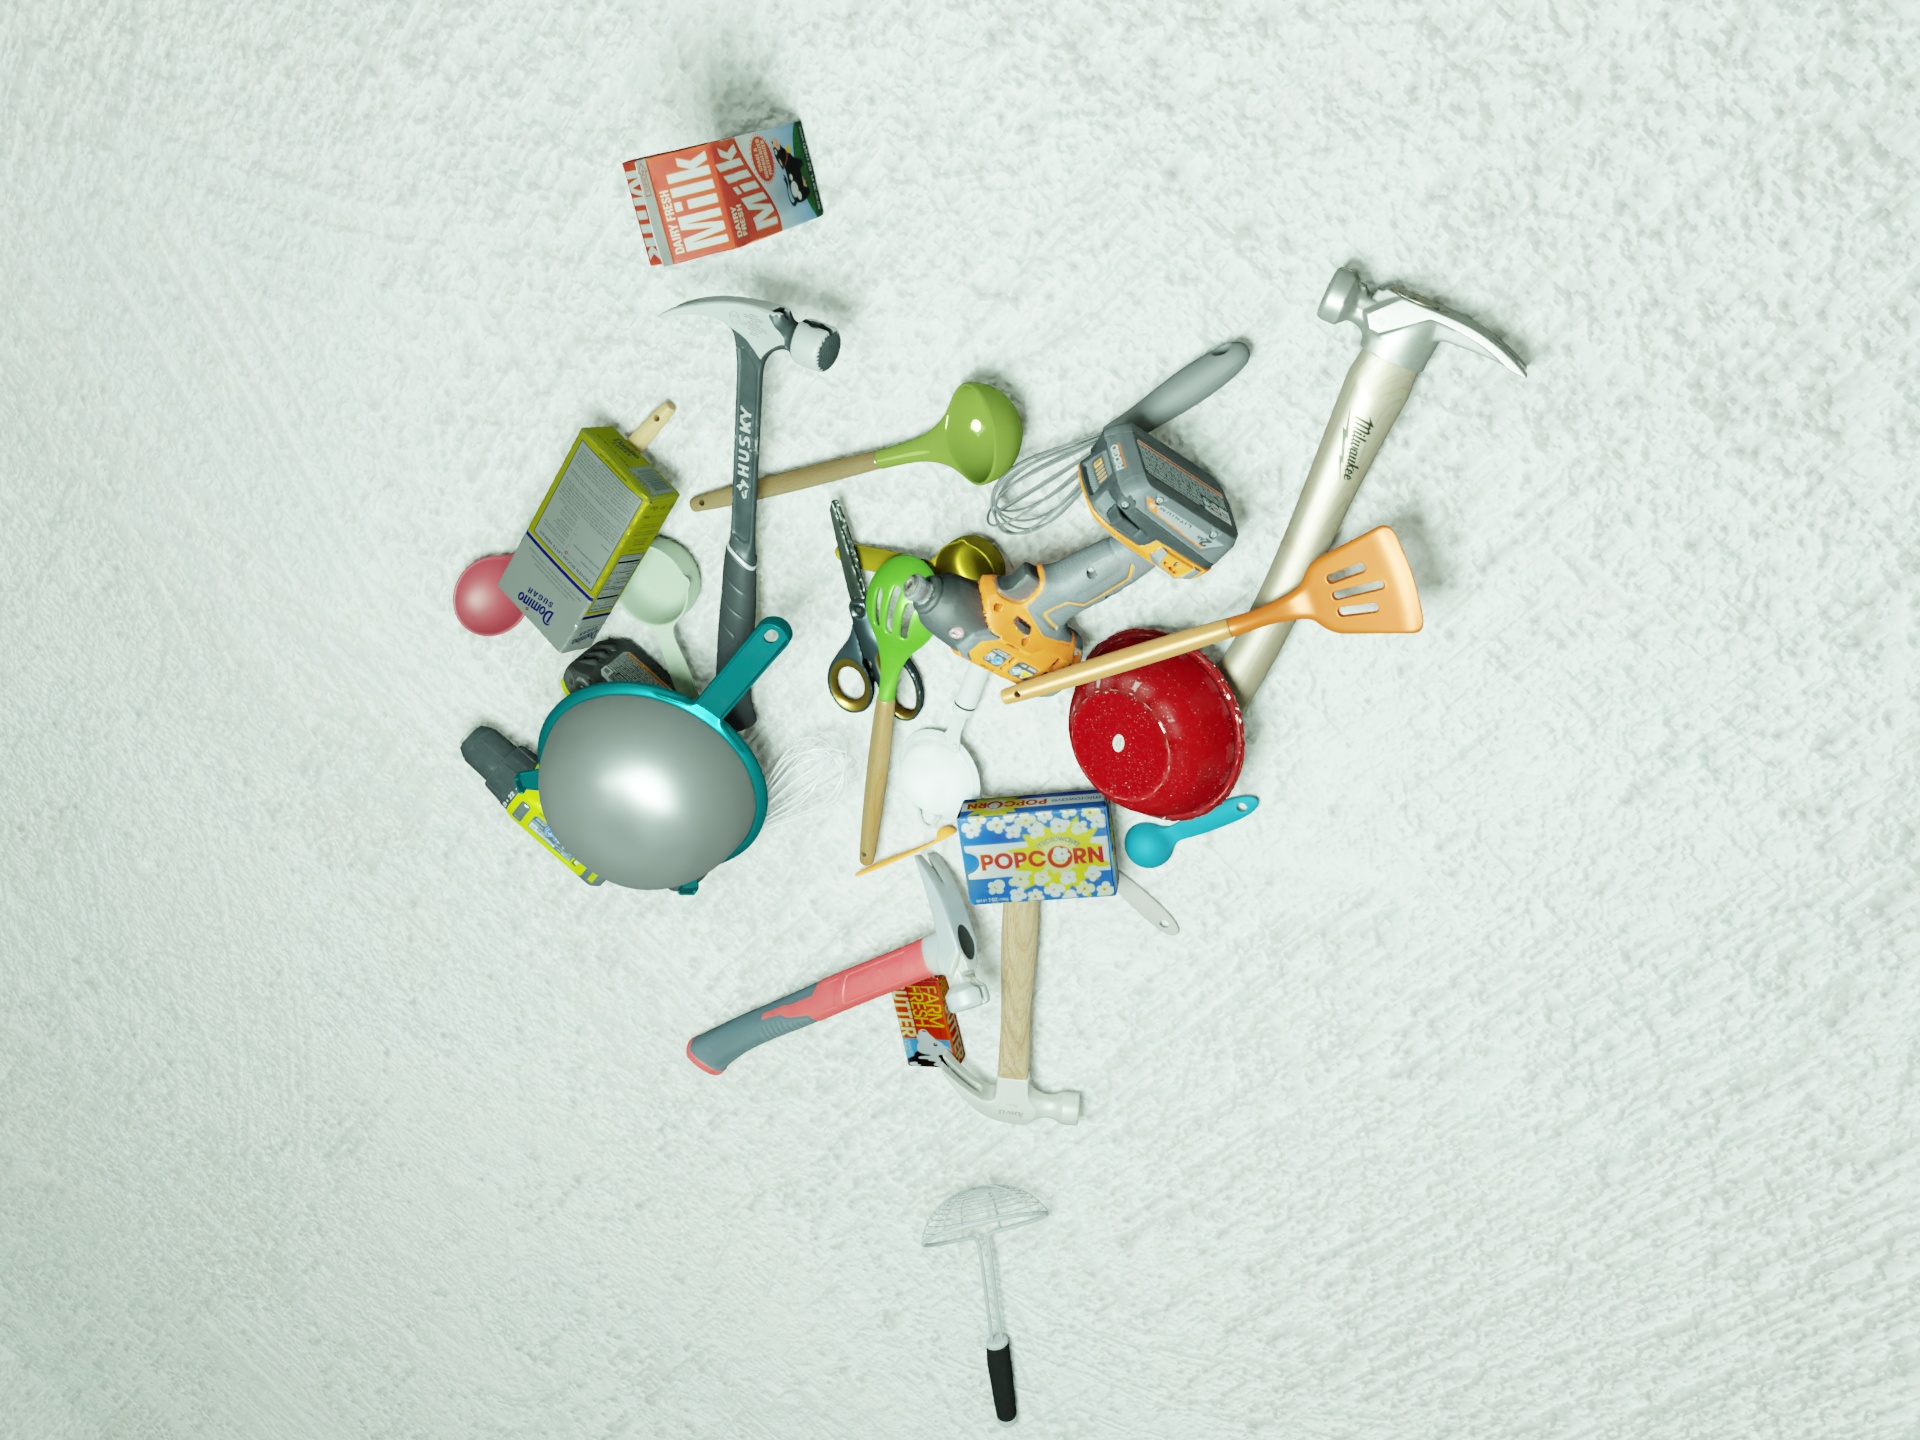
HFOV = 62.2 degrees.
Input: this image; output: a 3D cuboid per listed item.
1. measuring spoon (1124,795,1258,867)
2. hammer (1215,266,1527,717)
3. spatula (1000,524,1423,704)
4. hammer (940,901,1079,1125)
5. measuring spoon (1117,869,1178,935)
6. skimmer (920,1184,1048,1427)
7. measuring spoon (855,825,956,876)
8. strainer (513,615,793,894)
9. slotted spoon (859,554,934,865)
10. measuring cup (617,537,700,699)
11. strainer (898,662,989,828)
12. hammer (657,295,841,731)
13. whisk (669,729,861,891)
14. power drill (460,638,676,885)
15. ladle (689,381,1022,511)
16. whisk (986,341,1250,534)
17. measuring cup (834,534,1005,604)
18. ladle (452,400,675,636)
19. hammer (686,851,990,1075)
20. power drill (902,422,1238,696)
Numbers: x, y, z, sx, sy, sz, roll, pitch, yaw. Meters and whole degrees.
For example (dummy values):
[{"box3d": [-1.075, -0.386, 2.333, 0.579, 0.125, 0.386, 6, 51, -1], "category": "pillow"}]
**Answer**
[{"box3d": [0.190, 0.092, 1.321, 0.128, 0.021, 0.042, -27, 104, 32], "category": "measuring spoon"}, {"box3d": [0.260, -0.117, 1.180, 0.146, 0.038, 0.410, 25, 122, 7], "category": "hammer"}, {"box3d": [0.176, -0.061, 1.182, 0.322, 0.041, 0.081, -17, 99, 19], "category": "spatula"}, {"box3d": [0.049, 0.224, 1.431, 0.130, 0.031, 0.331, 3, 115, 5], "category": "hammer"}, {"box3d": [0.140, 0.146, 1.371, 0.124, 0.018, 0.034, 41, 123, -3], "category": "measuring spoon"}, {"box3d": [0.037, 0.606, 1.604, 0.127, 0.090, 0.363, -11, 117, -8], "category": "skimmer"}, {"box3d": [-0.052, 0.117, 1.433, 0.117, 0.021, 0.011, -26, 91, 30], "category": "measuring spoon"}, {"box3d": [-0.243, 0.040, 1.330, 0.211, 0.095, 0.340, 35, 129, -13], "category": "strainer"}, {"box3d": [-0.064, 0.002, 1.354, 0.070, 0.031, 0.313, 26, 128, 23], "category": "slotted spoon"}, {"box3d": [-0.251, -0.083, 1.402, 0.083, 0.038, 0.167, -5, 115, 24], "category": "measuring cup"}, {"box3d": [-0.002, -0.004, 1.341, 0.087, 0.050, 0.258, 33, 121, 20], "category": "strainer"}, {"box3d": [-0.185, -0.155, 1.311, 0.149, 0.036, 0.408, 24, 129, 19], "category": "hammer"}, {"box3d": [-0.190, 0.094, 1.457, 0.070, 0.070, 0.284, 49, 127, -7], "category": "whisk"}, {"box3d": [-0.353, 0.031, 1.477, 0.190, 0.080, 0.228, 42, 126, -4], "category": "power drill"}, {"box3d": [-0.093, -0.202, 1.267, 0.320, 0.062, 0.078, -8, 96, 28], "category": "ladle"}, {"box3d": [0.114, -0.210, 1.186, 0.239, 0.055, 0.055, -32, 101, 28], "category": "whisk"}, {"box3d": [-0.033, -0.131, 1.302, 0.157, 0.029, 0.062, 13, 123, 29], "category": "measuring cup"}, {"box3d": [-0.347, -0.178, 1.398, 0.315, 0.031, 0.069, -38, 95, 30], "category": "ladle"}, {"box3d": [-0.136, 0.251, 1.510, 0.386, 0.038, 0.143, -28, 74, 37], "category": "hammer"}, {"box3d": [0.075, -0.117, 1.192, 0.164, 0.084, 0.226, 25, 130, -36], "category": "power drill"}]
